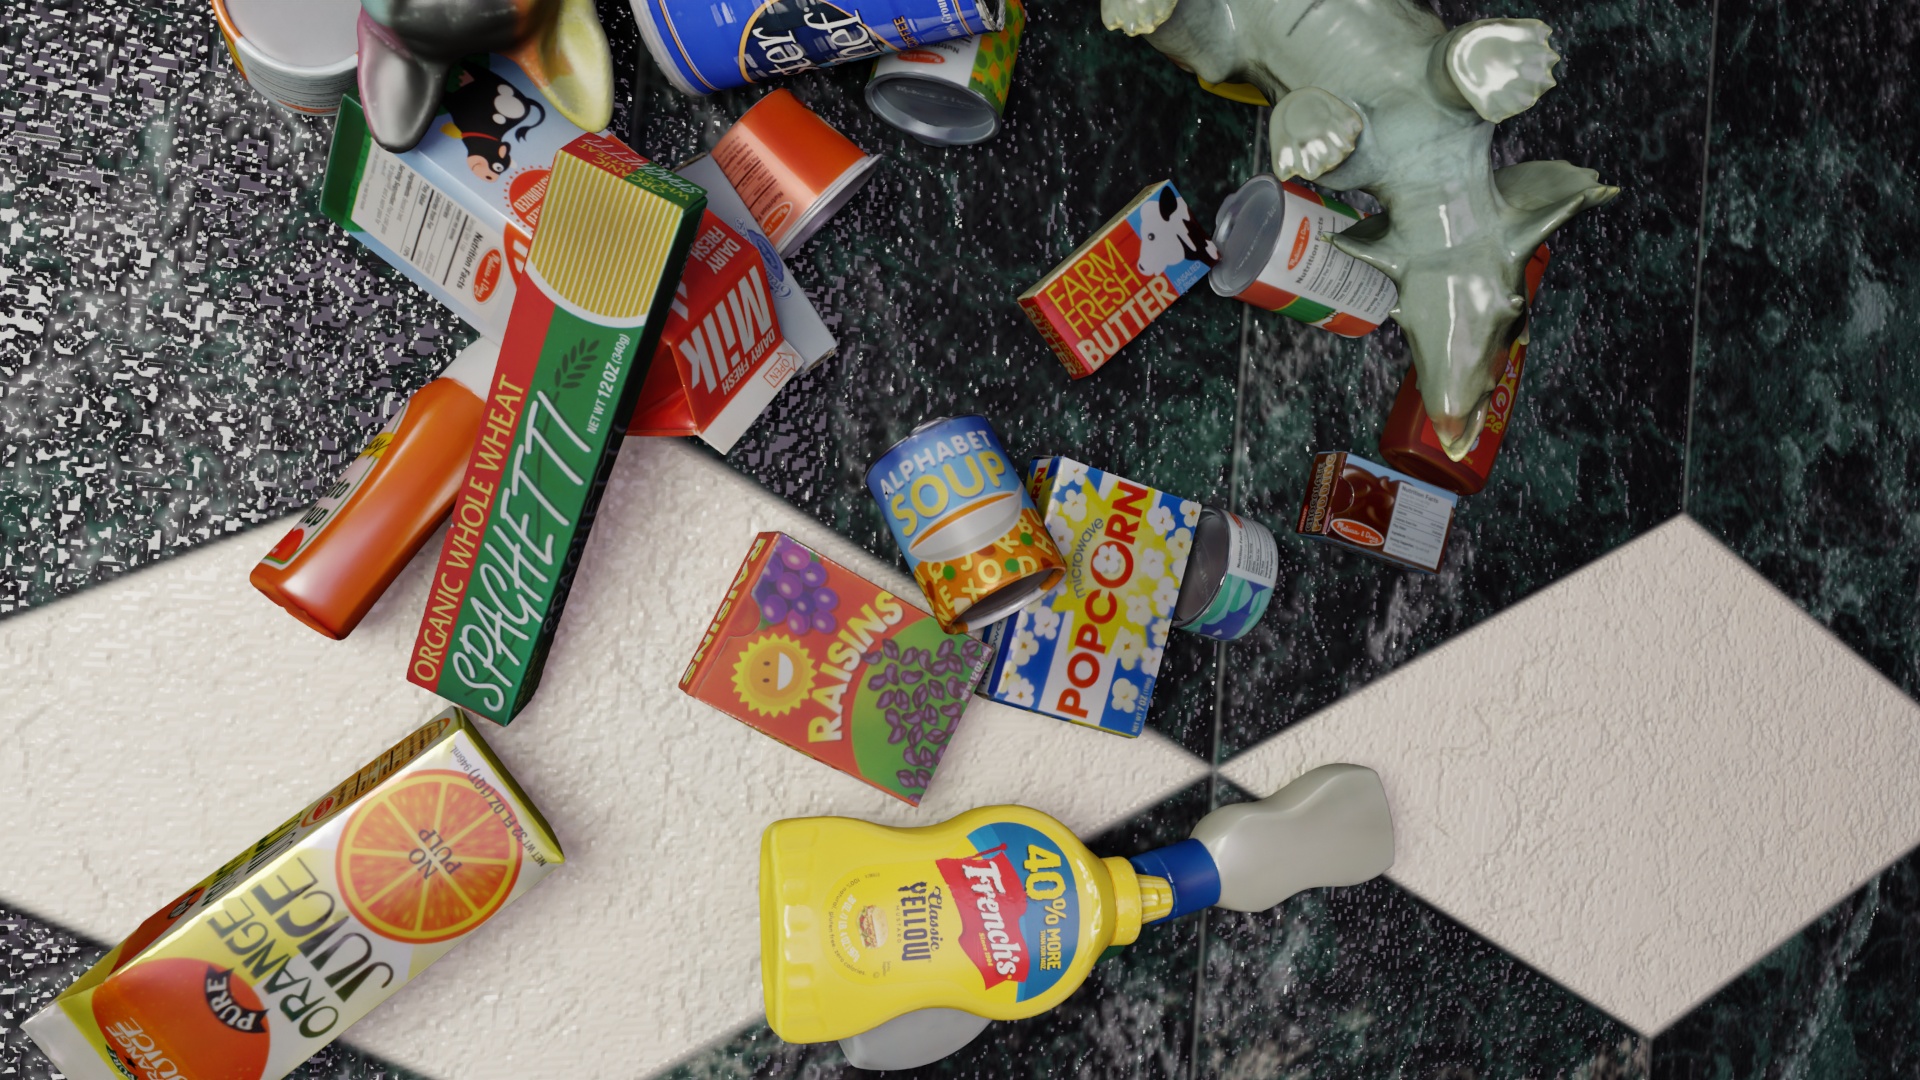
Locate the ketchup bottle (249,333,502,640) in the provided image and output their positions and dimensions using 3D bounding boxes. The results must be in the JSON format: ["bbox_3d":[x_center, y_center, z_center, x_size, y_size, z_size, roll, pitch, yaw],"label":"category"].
[{"bbox_3d":[-0.226,-0.029,0.578,0.043,0.064,0.149,45,66,-25],"label":"ketchup bottle"}]

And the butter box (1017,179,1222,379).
[{"bbox_3d":[0.083,-0.135,0.718,0.104,0.024,0.053,-43,104,-16],"label":"butter box"}]

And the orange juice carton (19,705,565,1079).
[{"bbox_3d":[-0.263,0.155,0.557,0.193,0.073,0.071,-37,104,-17],"label":"orange juice carton"}]

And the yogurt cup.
[{"bbox_3d":[-0.080,-0.167,0.633,0.054,0.072,0.072,45,75,-8],"label":"yogurt cup"}]

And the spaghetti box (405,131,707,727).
[{"bbox_3d":[-0.162,-0.032,0.542,0.050,0.029,0.248,26,117,-1],"label":"spaghetti box"}]

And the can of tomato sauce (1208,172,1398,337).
[{"bbox_3d":[0.184,-0.150,0.738,0.083,0.071,0.071,14,86,-22],"label":"can of tomato sauce"}]

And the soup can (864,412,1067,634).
[{"bbox_3d":[0.002,-0.008,0.647,0.071,0.071,0.084,-22,73,-20],"label":"soup can"}]

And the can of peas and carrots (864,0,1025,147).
[{"bbox_3d":[-0.007,-0.229,0.660,0.071,0.071,0.059,17,80,-21],"label":"can of peas and carrots"}]

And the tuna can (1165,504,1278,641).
[{"bbox_3d":[0.130,0.019,0.718,0.033,0.071,0.071,18,84,-22],"label":"tuna can"}]

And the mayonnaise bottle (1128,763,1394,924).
[{"bbox_3d":[0.161,0.166,0.744,0.148,0.041,0.064,-12,94,-20],"label":"mayonnaise bottle"}]

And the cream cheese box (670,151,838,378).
[{"bbox_3d":[-0.103,-0.118,0.627,0.024,0.053,0.103,-42,105,-32],"label":"cream cheese box"}]

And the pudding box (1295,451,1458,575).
[{"bbox_3d":[0.233,-0.015,0.776,0.084,0.030,0.049,17,85,-21],"label":"pudding box"}]

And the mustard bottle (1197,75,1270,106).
[{"bbox_3d":[0.164,-0.315,0.736,0.065,0.049,0.160,10,86,-18],"label":"mustard bottle"}]

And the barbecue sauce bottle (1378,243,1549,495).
[{"bbox_3d":[0.292,-0.103,0.792,0.065,0.043,0.149,28,80,-19],"label":"barbecue sauce bottle"}]

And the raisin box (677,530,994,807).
[{"bbox_3d":[-0.058,0.061,0.656,0.123,0.040,0.086,30,81,-19],"label":"raisin box"}]

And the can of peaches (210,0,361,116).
[{"bbox_3d":[-0.264,-0.214,0.561,0.071,0.058,0.071,-1,92,-21],"label":"can of peaches"}]

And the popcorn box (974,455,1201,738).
[{"bbox_3d":[0.063,0.029,0.704,0.085,0.038,0.127,18,84,-20],"label":"popcorn box"}]

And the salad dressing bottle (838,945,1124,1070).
[{"bbox_3d":[0.010,0.211,0.683,0.148,0.044,0.064,-14,88,-22],"label":"salad dressing bottle"}]

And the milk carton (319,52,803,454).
[{"bbox_3d":[-0.155,-0.114,0.570,0.190,0.073,0.073,38,50,-8],"label":"milk carton"}]
